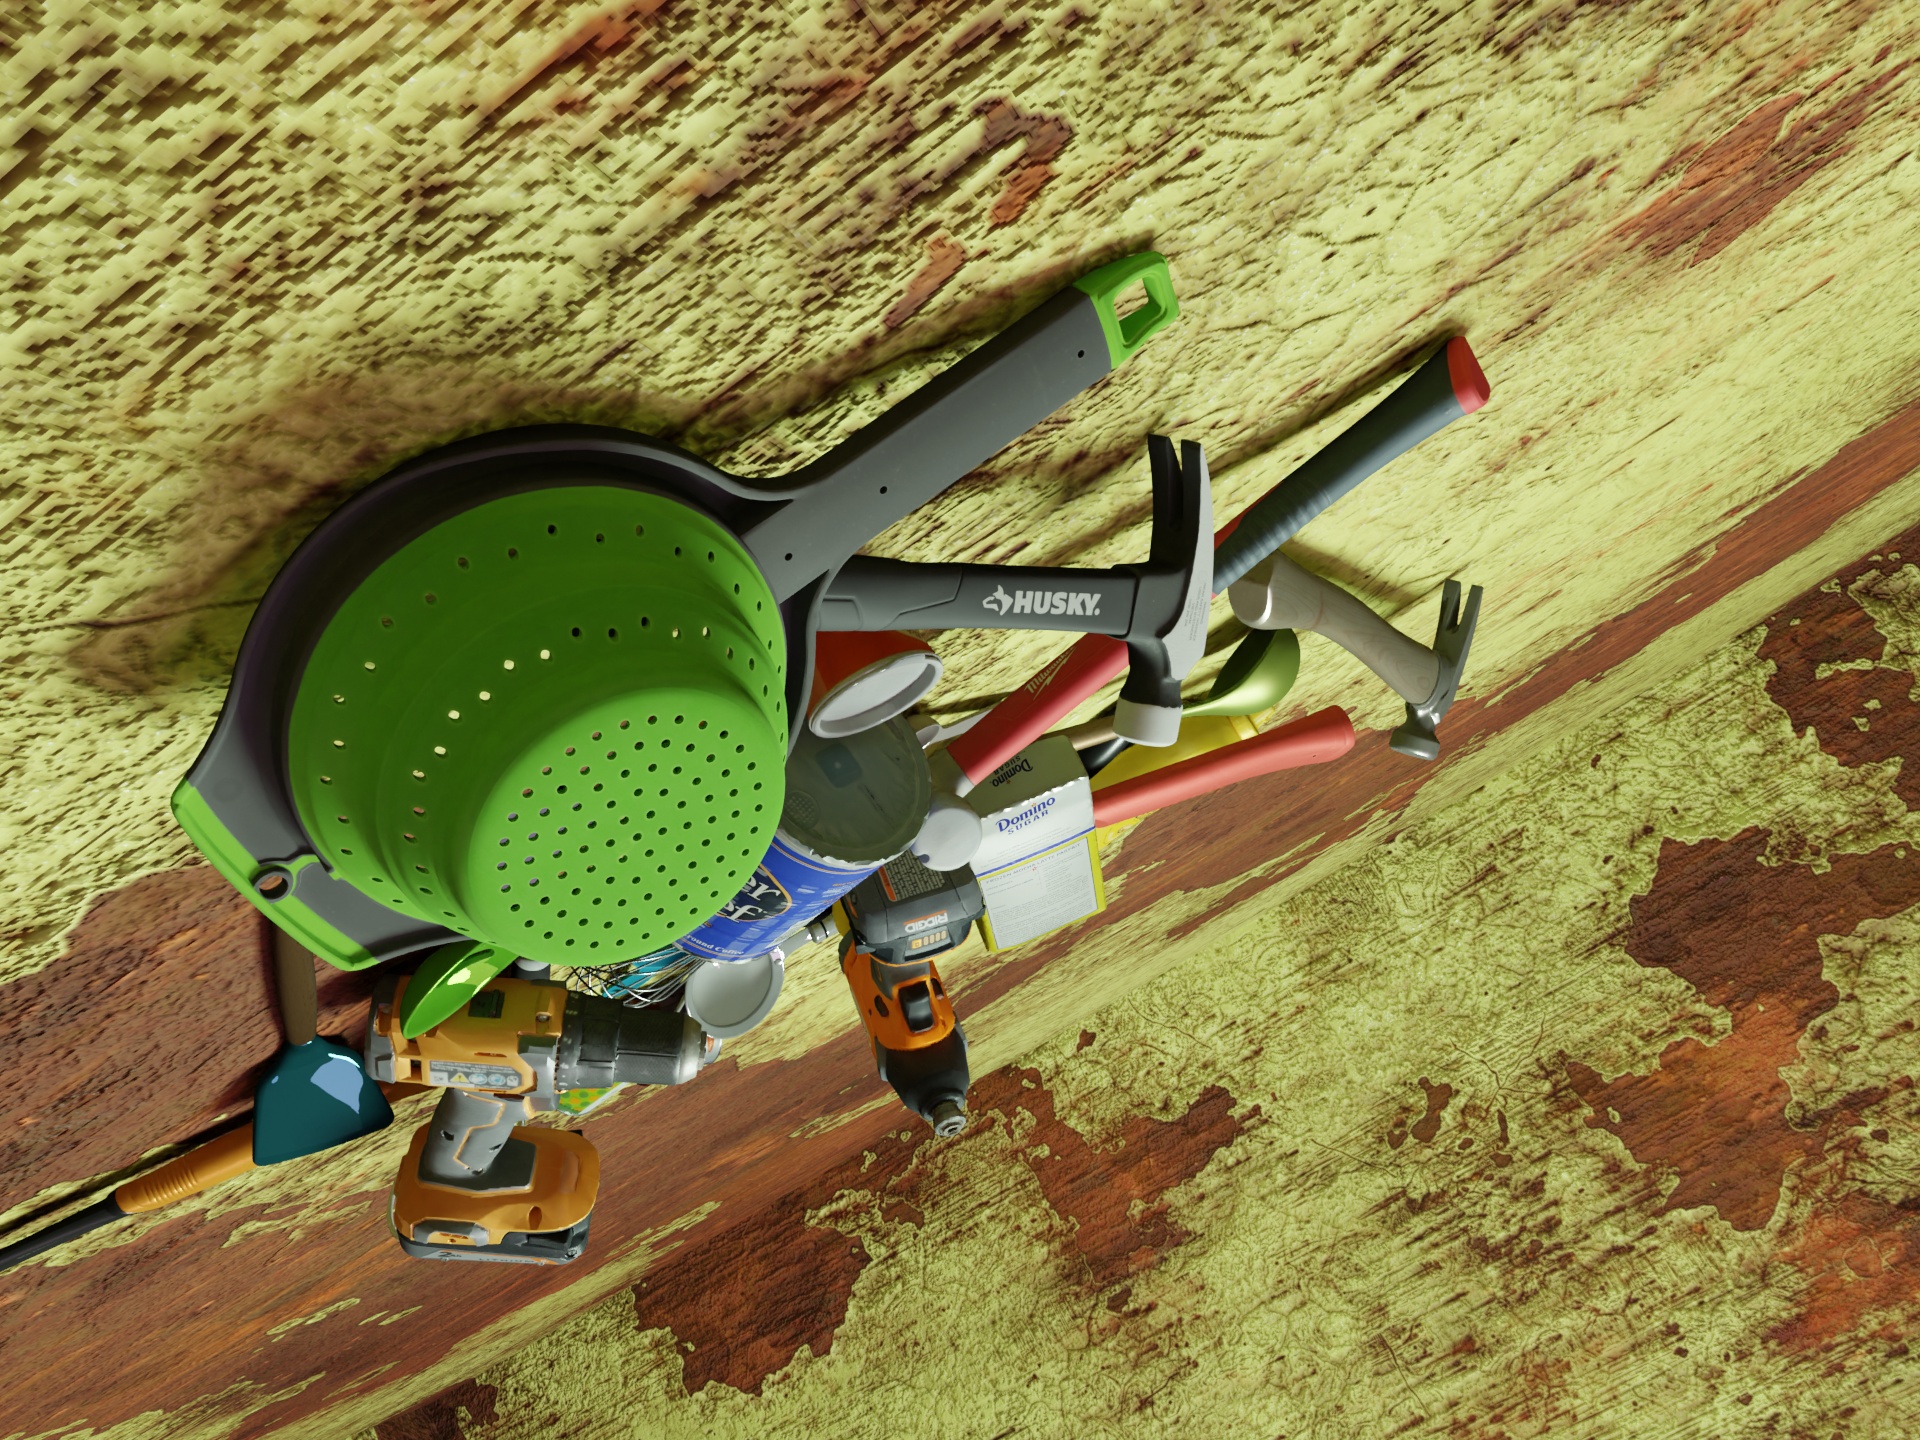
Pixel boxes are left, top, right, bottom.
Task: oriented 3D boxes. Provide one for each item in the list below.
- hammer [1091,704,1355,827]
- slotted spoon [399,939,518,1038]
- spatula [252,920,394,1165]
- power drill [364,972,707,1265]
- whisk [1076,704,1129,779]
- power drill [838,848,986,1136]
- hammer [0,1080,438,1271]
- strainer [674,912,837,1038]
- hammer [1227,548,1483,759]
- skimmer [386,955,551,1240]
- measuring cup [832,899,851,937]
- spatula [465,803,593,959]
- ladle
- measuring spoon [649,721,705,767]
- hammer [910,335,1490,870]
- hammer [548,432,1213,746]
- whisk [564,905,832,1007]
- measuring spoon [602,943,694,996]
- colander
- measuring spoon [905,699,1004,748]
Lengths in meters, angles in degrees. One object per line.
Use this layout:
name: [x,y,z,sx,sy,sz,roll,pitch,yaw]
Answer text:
hammer: [0.121,0.052,1.150,0.359,0.037,0.149,-18,145,-12]
slotted spoon: [-0.169,0.083,0.885,0.314,0.031,0.070,-28,163,-25]
spatula: [-0.348,0.168,0.849,0.082,0.044,0.317,-14,157,-26]
power drill: [-0.252,0.236,0.950,0.185,0.084,0.226,6,132,-10]
whisk: [0.060,0.059,1.191,0.055,0.055,0.239,-7,148,-50]
power drill: [-0.033,0.154,1.017,0.084,0.164,0.226,-15,140,-13]
hammer: [-0.481,0.279,0.973,0.337,0.034,0.127,-24,163,-17]
strainer: [-0.117,0.164,1.210,0.258,0.050,0.086,-27,120,-24]
hammer: [0.285,-0.071,1.121,0.410,0.038,0.146,17,90,-57]
skimmer: [-0.330,0.240,1.065,0.090,0.127,0.363,19,136,-5]
measuring cup: [-0.086,0.110,1.113,0.029,0.062,0.156,-5,153,11]
spatula: [-0.261,0.119,0.890,0.059,0.018,0.315,-17,158,-37]
ladle: [0.089,-0.004,1.074,0.320,0.062,0.078,-16,175,-17]
measuring spoon: [-0.129,0.000,0.780,0.117,0.011,0.021,-34,171,26]
hammer: [0.113,-0.074,0.847,0.386,0.038,0.143,-38,-154,1]
hammer: [-0.016,-0.058,0.667,0.334,0.035,0.146,-1,106,-39]
whisk: [-0.161,0.137,1.047,0.070,0.070,0.284,-37,167,23]
measuring spoon: [-0.223,0.168,1.103,0.042,0.021,0.128,4,156,-33]
colander: [-0.061,-0.035,0.544,0.397,0.095,0.204,-36,135,-10]
measuring spoon: [-0.002,-0.003,0.969,0.124,0.018,0.034,-20,157,-48]
